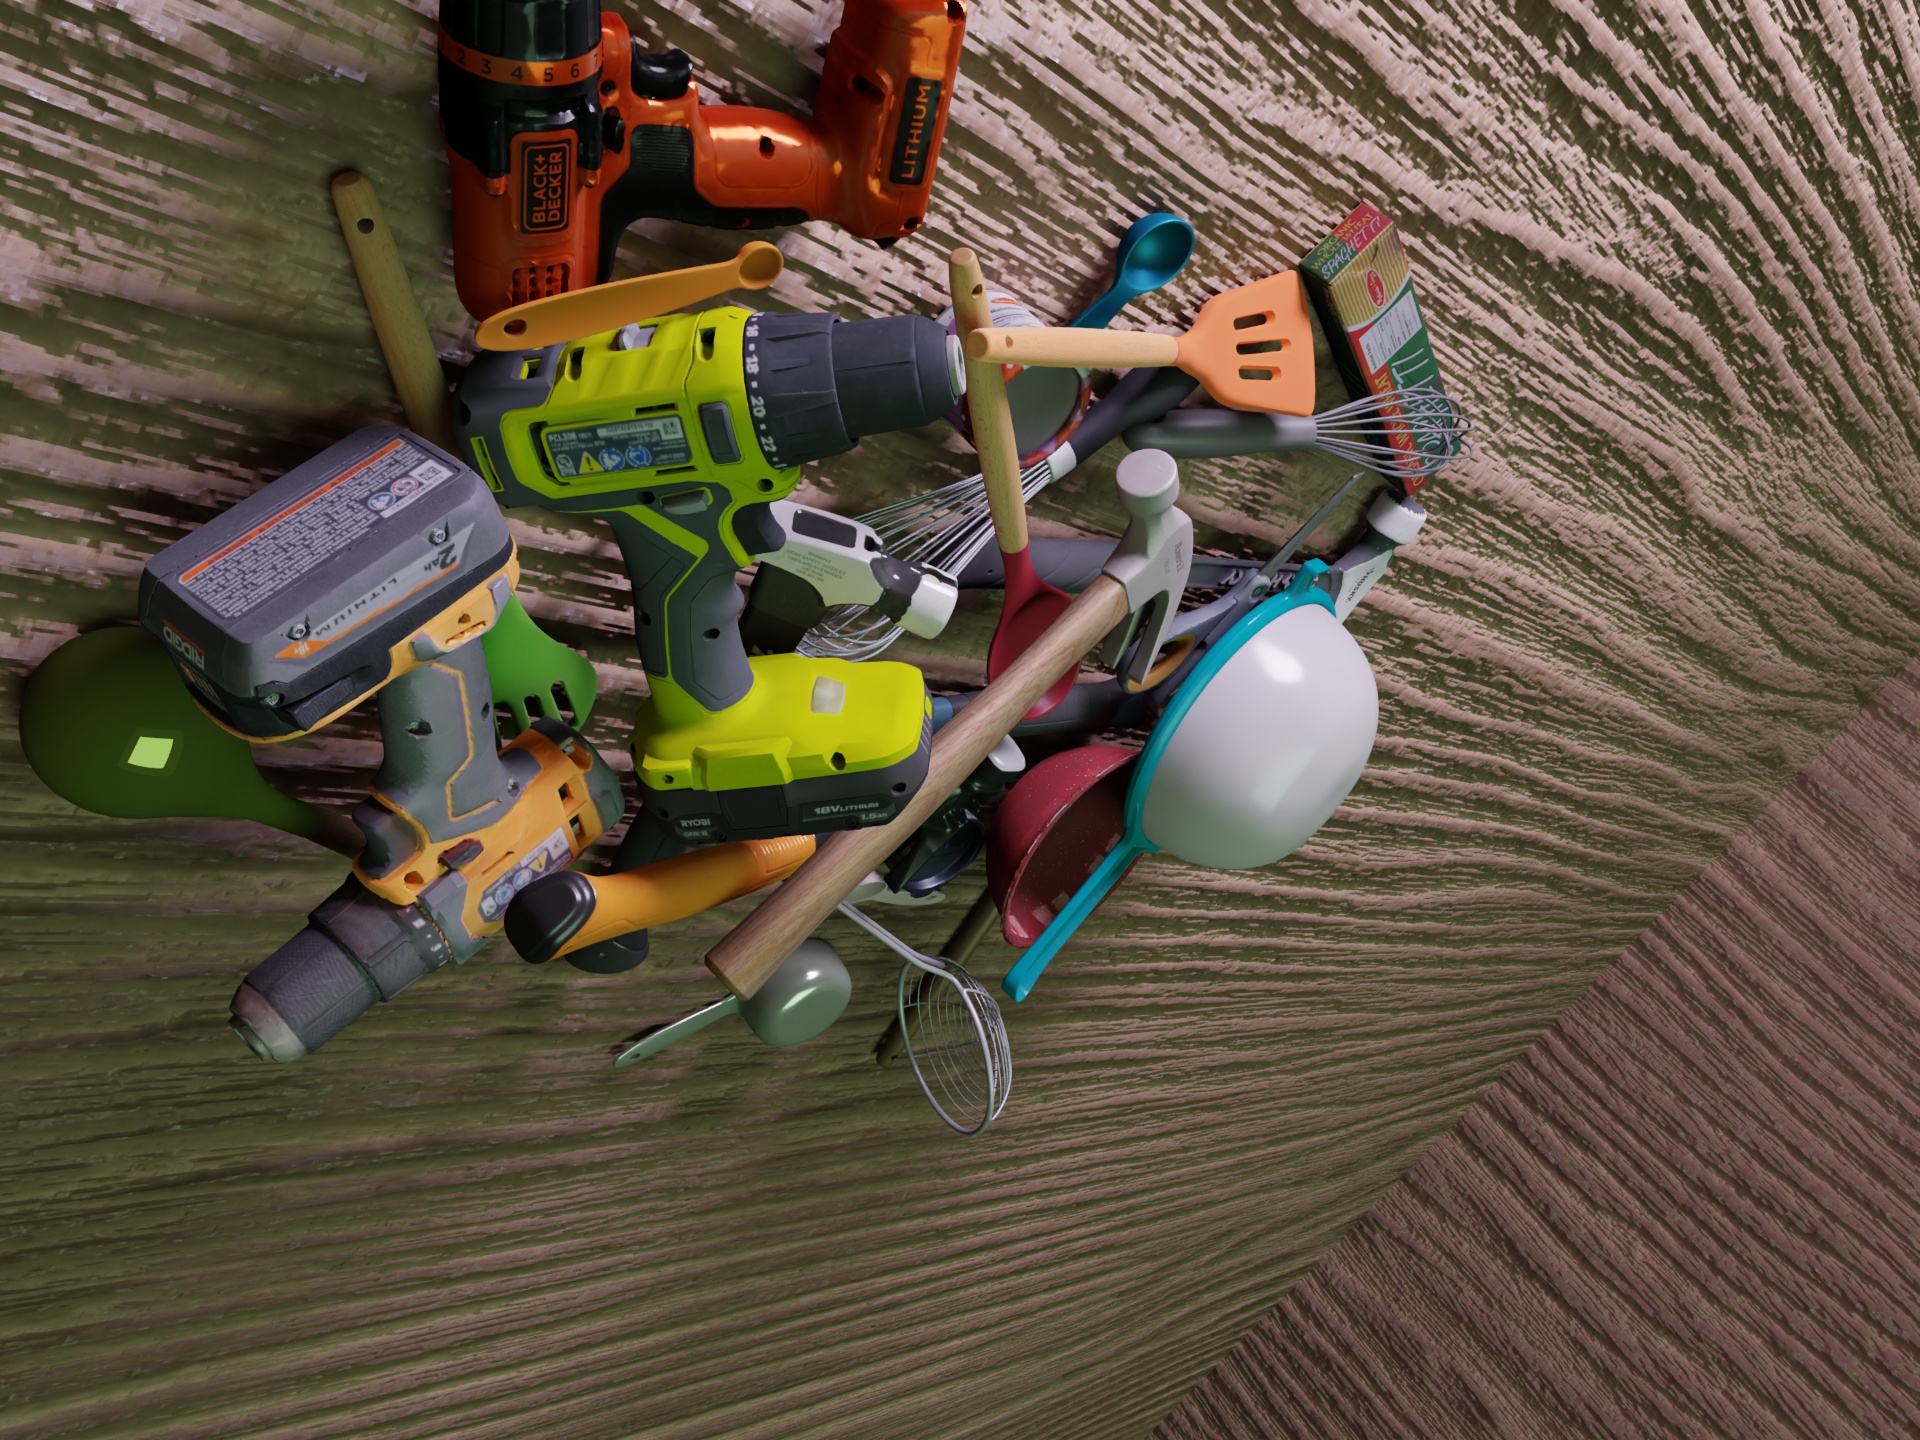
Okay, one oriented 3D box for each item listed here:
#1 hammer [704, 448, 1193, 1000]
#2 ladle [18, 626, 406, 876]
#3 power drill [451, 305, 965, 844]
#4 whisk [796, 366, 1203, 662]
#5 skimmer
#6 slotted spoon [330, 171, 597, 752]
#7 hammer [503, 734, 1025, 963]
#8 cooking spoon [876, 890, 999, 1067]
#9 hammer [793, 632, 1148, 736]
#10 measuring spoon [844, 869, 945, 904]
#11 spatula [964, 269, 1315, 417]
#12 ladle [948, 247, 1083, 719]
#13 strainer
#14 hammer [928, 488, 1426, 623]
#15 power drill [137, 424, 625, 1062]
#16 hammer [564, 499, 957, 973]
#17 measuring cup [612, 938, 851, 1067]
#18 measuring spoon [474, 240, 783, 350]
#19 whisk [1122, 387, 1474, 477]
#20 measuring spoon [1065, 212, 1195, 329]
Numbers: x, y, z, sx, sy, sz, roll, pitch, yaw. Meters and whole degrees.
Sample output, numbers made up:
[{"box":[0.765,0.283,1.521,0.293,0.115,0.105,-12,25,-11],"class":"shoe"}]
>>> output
[{"box":[0.002,0.013,0.796,0.331,0.031,0.129,-45,150,-14],"class":"hammer"},{"box":[-0.285,0.044,0.727,0.078,0.062,0.320,-38,154,1],"class":"ladle"},{"box":[-0.080,-0.061,0.657,0.190,0.080,0.228,-6,128,8],"class":"power drill"},{"box":[0.023,-0.119,0.821,0.284,0.070,0.070,-36,148,-16],"class":"whisk"},{"box":[-0.074,0.152,0.992,0.090,0.127,0.362,-45,134,-1],"class":"skimmer"},{"box":[-0.205,-0.082,0.659,0.070,0.031,0.313,-23,143,-17],"class":"slotted spoon"},{"box":[-0.096,0.072,0.812,0.127,0.034,0.336,-46,162,30],"class":"hammer"},{"box":[0.018,0.142,1.162,0.068,0.017,0.318,7,124,-44],"class":"cooking spoon"},{"box":[-0.002,-0.003,0.954,0.331,0.033,0.128,-5,133,-42],"class":"hammer"},{"box":[-0.044,0.111,1.069,0.034,0.018,0.124,-28,159,21],"class":"measuring spoon"},{"box":[0.097,-0.180,0.763,0.322,0.041,0.081,-20,105,-57],"class":"spatula"},{"box":[0.022,-0.100,0.759,0.069,0.031,0.315,-44,151,-18],"class":"ladle"},{"box":[0.167,0.071,1.036,0.340,0.095,0.210,-49,153,-8],"class":"strainer"},{"box":[0.138,-0.090,0.992,0.408,0.036,0.149,-2,133,-44],"class":"hammer"},{"box":[-0.235,0.022,0.628,0.185,0.084,0.226,-43,148,-29],"class":"power drill"},{"box":[-0.139,0.022,0.806,0.146,0.035,0.334,22,129,-16],"class":"hammer"},{"box":[-0.145,0.201,1.045,0.167,0.038,0.083,-22,143,-30],"class":"measuring cup"},{"box":[-0.120,-0.156,0.580,0.117,0.011,0.021,-20,150,-17],"class":"measuring spoon"},{"box":[0.200,-0.165,0.923,0.239,0.055,0.055,-5,135,-23],"class":"whisk"},{"box":[0.062,-0.206,0.797,0.128,0.021,0.042,-42,149,20],"class":"measuring spoon"}]
